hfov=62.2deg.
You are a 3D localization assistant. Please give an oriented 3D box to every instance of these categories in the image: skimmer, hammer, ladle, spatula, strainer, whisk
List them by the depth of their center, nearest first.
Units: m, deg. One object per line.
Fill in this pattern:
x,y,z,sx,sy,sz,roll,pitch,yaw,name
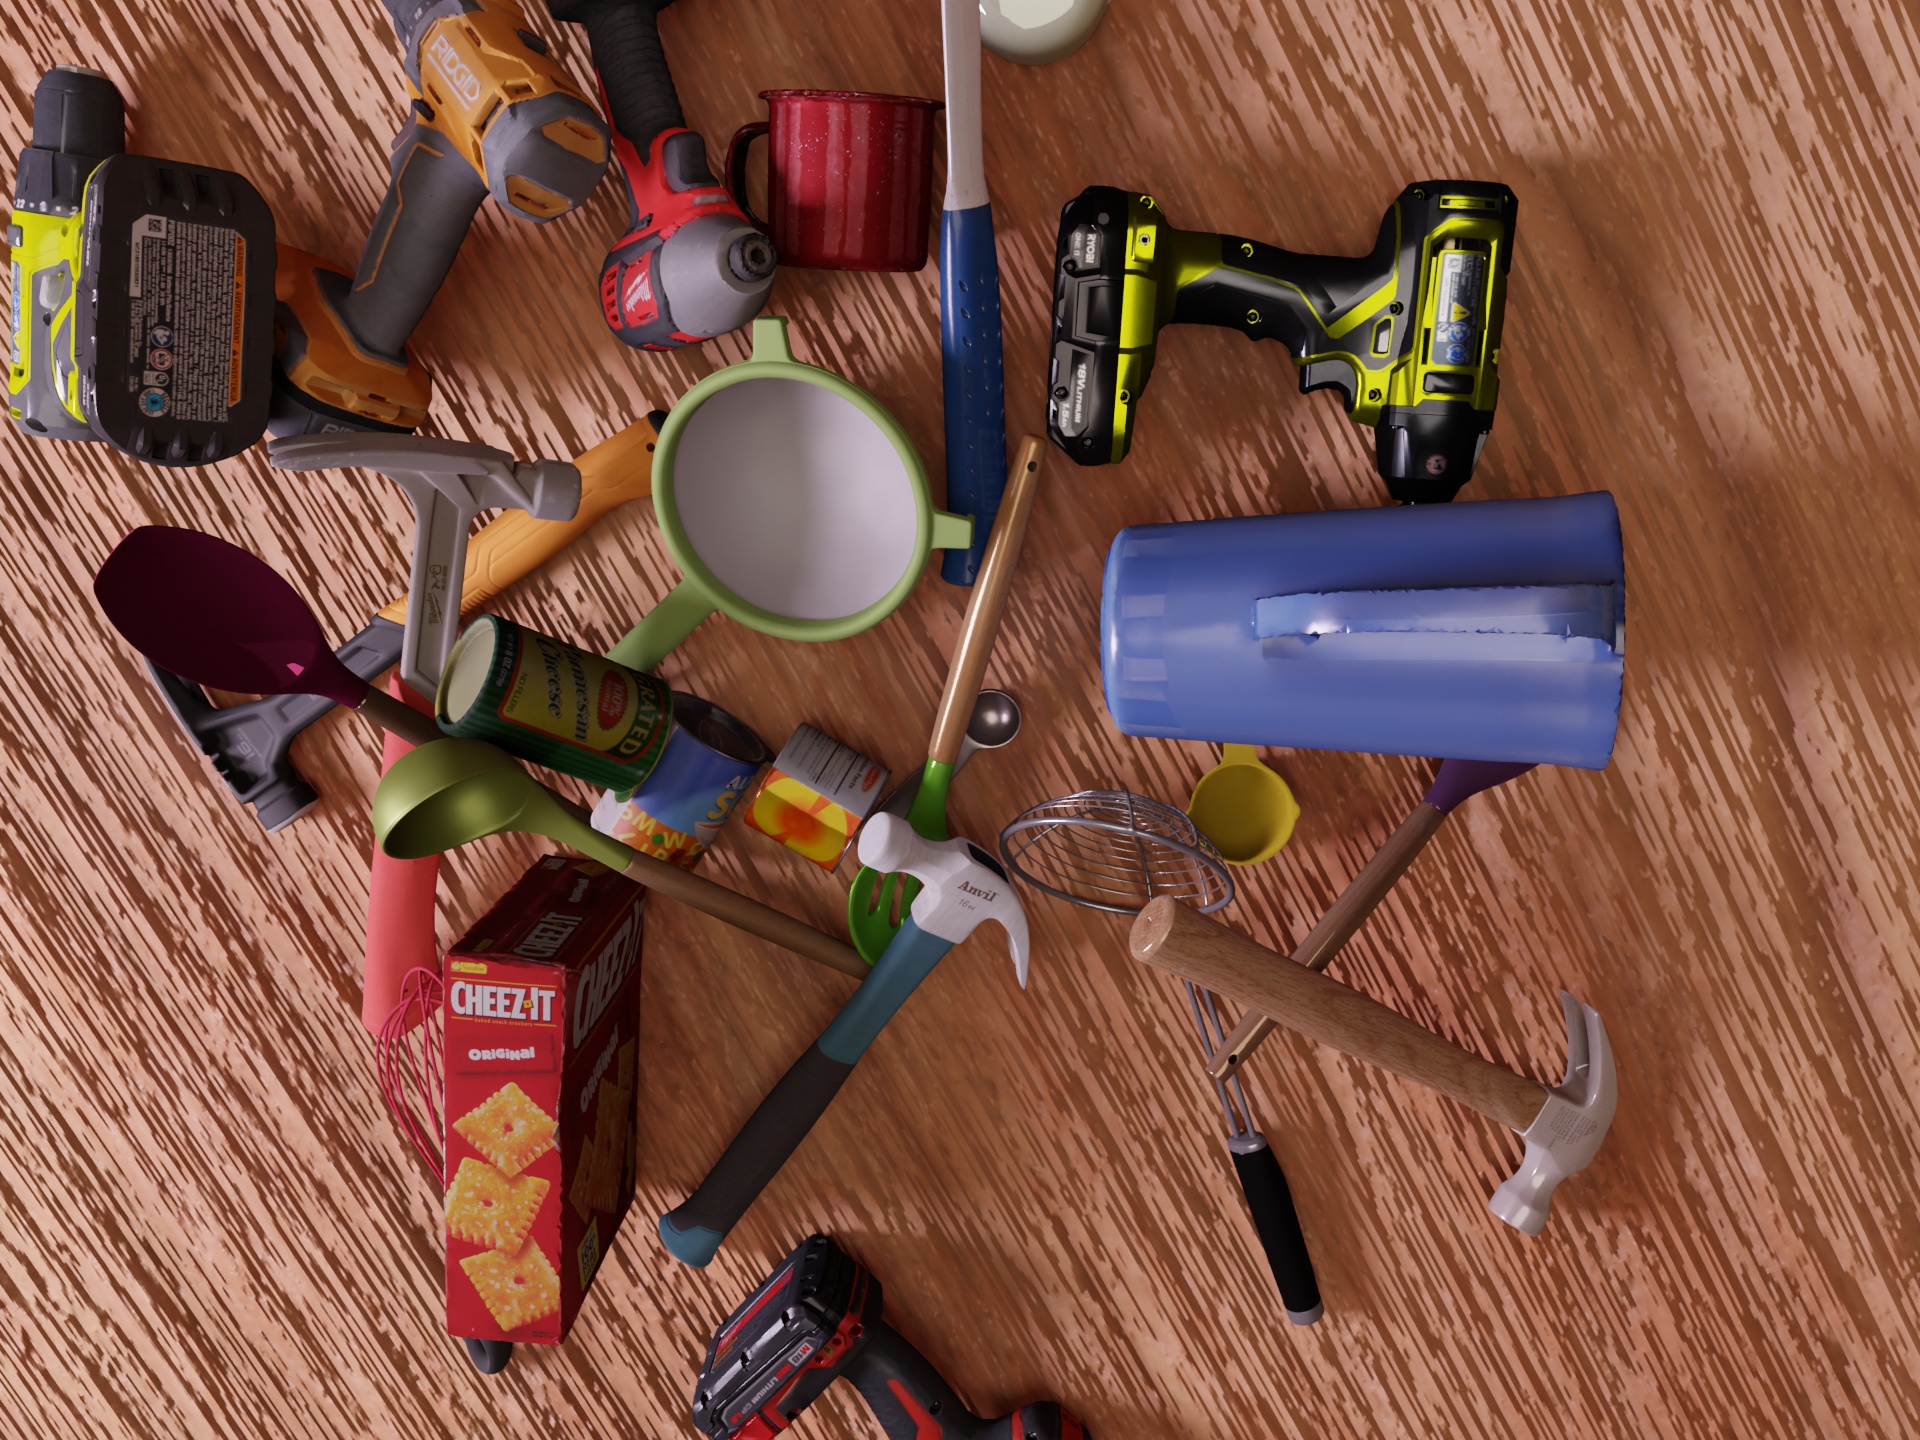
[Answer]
0.008,-0.260,0.766,0.144,0.035,0.405,-23,124,-33,hammer
0.225,0.165,0.836,0.331,0.031,0.130,28,94,-25,hammer
-0.154,0.093,0.840,0.320,0.062,0.078,29,125,-28,ladle
0.236,0.068,0.842,0.060,0.018,0.316,41,87,-4,spatula
-0.114,-0.094,0.855,0.151,0.069,0.256,45,122,-11,strainer
-0.305,0.020,0.864,0.149,0.037,0.359,1,118,-28,hammer
0.128,0.198,0.882,0.127,0.090,0.363,-9,107,40,skimmer
-0.295,-0.074,0.886,0.337,0.034,0.127,-32,99,11,hammer
-0.078,0.196,0.903,0.128,0.033,0.331,25,114,-27,hammer
-0.294,0.272,0.941,0.073,0.073,0.295,2,114,5,whisk

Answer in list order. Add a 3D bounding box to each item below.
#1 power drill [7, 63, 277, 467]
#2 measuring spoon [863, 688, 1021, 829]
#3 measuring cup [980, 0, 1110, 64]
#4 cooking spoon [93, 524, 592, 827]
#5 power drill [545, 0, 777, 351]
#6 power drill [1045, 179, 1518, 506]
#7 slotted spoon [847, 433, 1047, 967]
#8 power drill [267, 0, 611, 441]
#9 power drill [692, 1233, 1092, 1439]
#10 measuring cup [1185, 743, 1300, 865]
-0.418,-0.225,0.790,0.229,0.080,0.190,23,109,45,power drill
-0.013,0.027,0.897,0.034,0.018,0.124,40,110,-14,measuring spoon
0.040,-0.412,0.778,0.083,0.038,0.167,6,105,4,measuring cup
-0.290,0.000,0.825,0.318,0.017,0.069,38,89,-37,cooking spoon
-0.142,-0.295,0.770,0.078,0.143,0.219,-15,103,-30,power drill
0.157,-0.185,0.802,0.223,0.080,0.171,3,103,1,power drill
-0.001,-0.003,0.857,0.070,0.031,0.313,7,113,-22,slotted spoon
-0.287,-0.266,0.798,0.226,0.084,0.185,-46,64,20,power drill
-0.053,0.443,0.962,0.226,0.080,0.188,40,103,-8,power drill
0.151,0.000,0.874,0.062,0.029,0.156,-3,91,5,measuring cup
